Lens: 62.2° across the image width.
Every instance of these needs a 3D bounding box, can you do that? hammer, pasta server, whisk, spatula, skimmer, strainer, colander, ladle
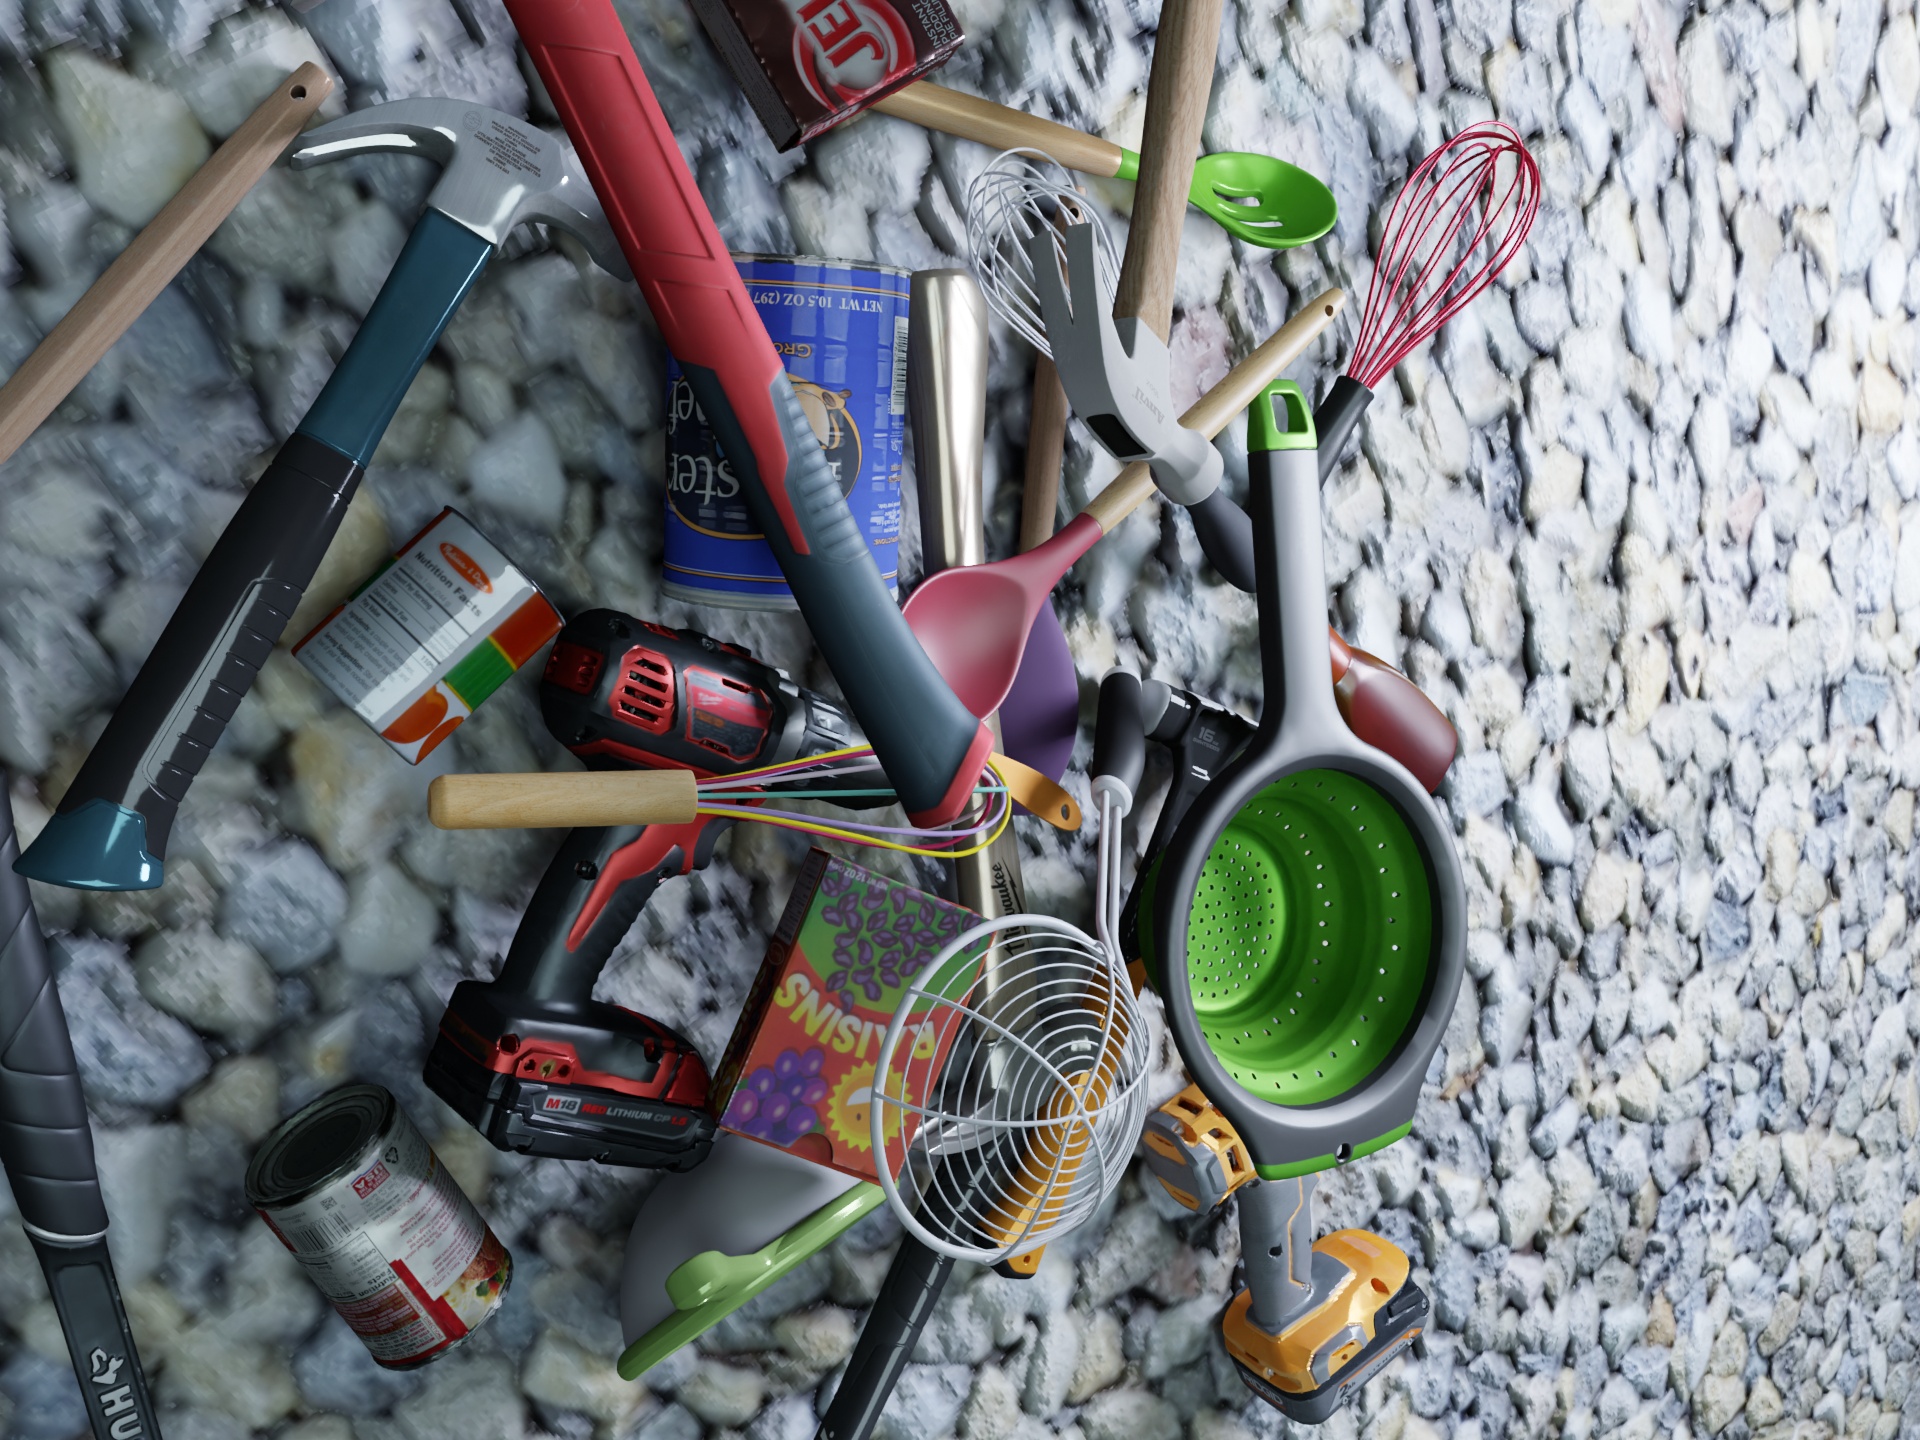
[{"bbox_3d":[-0.237,-0.086,0.584,0.128,0.033,0.331,30,74,-22],"label":"hammer"},{"bbox_3d":[-0.326,-0.116,0.558,0.060,0.040,0.316,40,78,-21],"label":"pasta server"},{"bbox_3d":[0.229,-0.200,0.878,0.073,0.073,0.296,32,90,-34],"label":"whisk"},{"bbox_3d":[0.042,-0.105,0.802,0.059,0.018,0.316,2,101,-15],"label":"spatula"},{"bbox_3d":[0.038,0.075,0.704,0.090,0.363,0.127,-23,113,18],"label":"skimmer"},{"bbox_3d":[-0.001,-0.002,0.756,0.146,0.038,0.410,-18,105,-50],"label":"hammer"},{"bbox_3d":[-0.108,0.219,0.692,0.151,0.256,0.069,-33,75,-9],"label":"strainer"},{"bbox_3d":[0.091,0.152,0.887,0.127,0.034,0.337,22,90,-33],"label":"hammer"},{"bbox_3d":[-0.049,0.333,0.807,0.035,0.146,0.335,38,69,-30],"label":"hammer"},{"bbox_3d":[0.154,0.028,0.829,0.204,0.094,0.397,-7,94,-30],"label":"colander"},{"bbox_3d":[0.086,-0.155,0.777,0.070,0.070,0.284,-51,128,-12],"label":"whisk"},{"bbox_3d":[-0.100,-0.127,0.597,0.143,0.038,0.386,-25,102,0],"label":"hammer"},{"bbox_3d":[-0.343,0.215,0.629,0.149,0.036,0.408,-15,109,-30],"label":"hammer"},{"bbox_3d":[0.078,-0.108,0.739,0.315,0.031,0.069,-43,116,-18],"label":"ladle"},{"bbox_3d":[0.095,-0.273,0.720,0.129,0.031,0.331,32,62,-48],"label":"hammer"},{"bbox_3d":[-0.088,0.034,0.646,0.245,0.051,0.047,0,99,-25],"label":"whisk"}]

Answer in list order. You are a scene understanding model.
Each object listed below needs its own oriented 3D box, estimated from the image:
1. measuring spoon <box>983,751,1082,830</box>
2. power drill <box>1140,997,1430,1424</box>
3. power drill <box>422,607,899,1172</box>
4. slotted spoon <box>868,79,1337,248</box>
[{"bbox_3d":[0.026,0.031,0.757,0.116,0.011,0.021,32,60,-50],"label":"measuring spoon"},{"bbox_3d":[0.218,0.288,0.976,0.185,0.084,0.226,-30,111,-25],"label":"power drill"},{"bbox_3d":[-0.123,0.078,0.711,0.187,0.080,0.227,21,86,-41],"label":"power drill"},{"bbox_3d":[0.051,-0.274,0.759,0.313,0.031,0.070,5,54,-29],"label":"slotted spoon"}]
